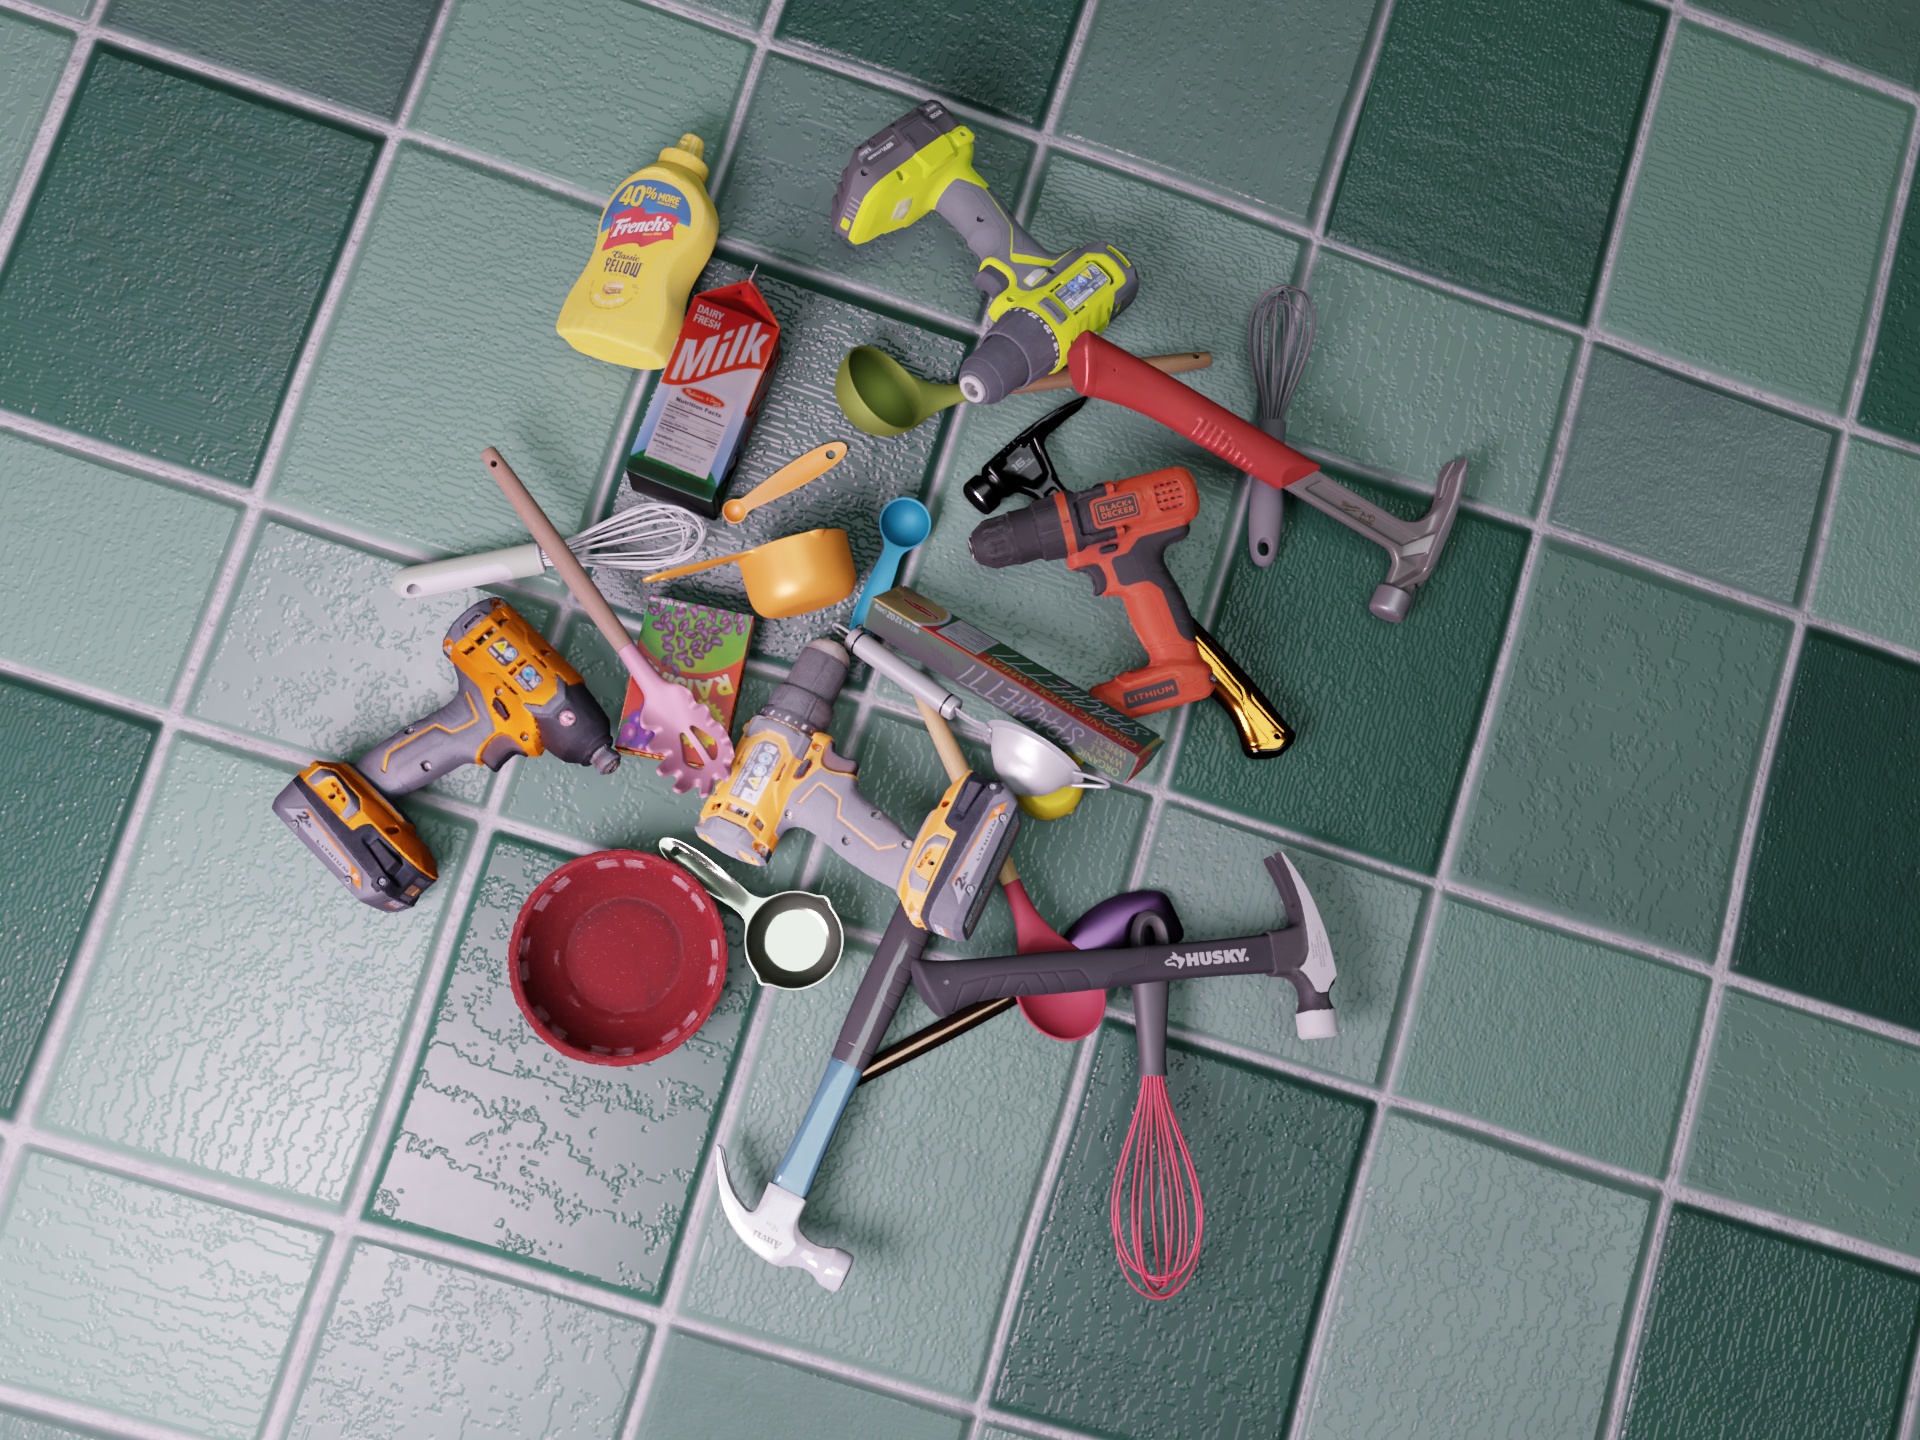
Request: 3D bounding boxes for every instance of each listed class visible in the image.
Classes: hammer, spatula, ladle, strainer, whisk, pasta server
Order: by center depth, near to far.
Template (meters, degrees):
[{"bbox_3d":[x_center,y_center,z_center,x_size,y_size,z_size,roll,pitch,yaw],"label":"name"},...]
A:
[{"bbox_3d":[-0.271,-0.078,1.203,0.060,0.040,0.316,-35,88,3],"label":"pasta server"},{"bbox_3d":[-0.079,0.251,1.216,0.128,0.033,0.331,24,75,5],"label":"hammer"},{"bbox_3d":[0.127,0.183,1.221,0.334,0.035,0.146,-3,75,-14],"label":"hammer"},{"bbox_3d":[-0.002,-0.004,1.234,0.258,0.086,0.050,35,73,17],"label":"strainer"},{"bbox_3d":[0.151,0.296,1.240,0.073,0.073,0.296,1,80,-6],"label":"whisk"},{"bbox_3d":[-0.320,-0.128,1.242,0.246,0.057,0.059,-11,51,-3],"label":"whisk"},{"bbox_3d":[0.028,0.104,1.255,0.069,0.031,0.315,-23,81,-12],"label":"ladle"},{"bbox_3d":[0.032,0.219,1.256,0.316,0.018,0.060,-26,90,-10],"label":"spatula"},{"bbox_3d":[0.246,-0.221,1.276,0.359,0.037,0.149,26,84,-18],"label":"hammer"},{"bbox_3d":[0.055,-0.282,1.296,0.320,0.062,0.078,-9,68,-10],"label":"ladle"},{"bbox_3d":[0.158,-0.106,1.298,0.127,0.034,0.337,-41,90,-8],"label":"hammer"},{"bbox_3d":[0.262,-0.246,1.322,0.055,0.055,0.239,5,88,-6],"label":"whisk"}]

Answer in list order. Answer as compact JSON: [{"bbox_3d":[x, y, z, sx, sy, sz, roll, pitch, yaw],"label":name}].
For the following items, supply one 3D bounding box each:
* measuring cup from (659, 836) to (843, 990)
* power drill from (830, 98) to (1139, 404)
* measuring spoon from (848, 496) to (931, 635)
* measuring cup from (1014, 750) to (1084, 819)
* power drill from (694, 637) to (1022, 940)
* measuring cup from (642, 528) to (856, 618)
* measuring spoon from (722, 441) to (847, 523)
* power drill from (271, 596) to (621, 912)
[{"bbox_3d":[-0.164,0.144,1.235,0.167,0.038,0.083,36,82,4],"label":"measuring cup"},{"bbox_3d":[0.009,-0.365,1.262,0.228,0.080,0.190,44,60,3],"label":"power drill"},{"bbox_3d":[-0.062,-0.119,1.287,0.042,0.021,0.128,23,91,-4],"label":"measuring spoon"},{"bbox_3d":[0.106,0.017,1.281,0.156,0.029,0.062,-44,90,-9],"label":"measuring cup"},{"bbox_3d":[-0.067,0.050,1.220,0.226,0.084,0.185,22,74,12],"label":"power drill"},{"bbox_3d":[-0.158,-0.102,1.216,0.173,0.095,0.052,-16,88,-35],"label":"measuring cup"},{"bbox_3d":[-0.142,-0.193,1.287,0.117,0.011,0.021,-33,91,-12],"label":"measuring spoon"},{"bbox_3d":[-0.375,0.036,1.192,0.164,0.084,0.226,43,78,9],"label":"power drill"}]
